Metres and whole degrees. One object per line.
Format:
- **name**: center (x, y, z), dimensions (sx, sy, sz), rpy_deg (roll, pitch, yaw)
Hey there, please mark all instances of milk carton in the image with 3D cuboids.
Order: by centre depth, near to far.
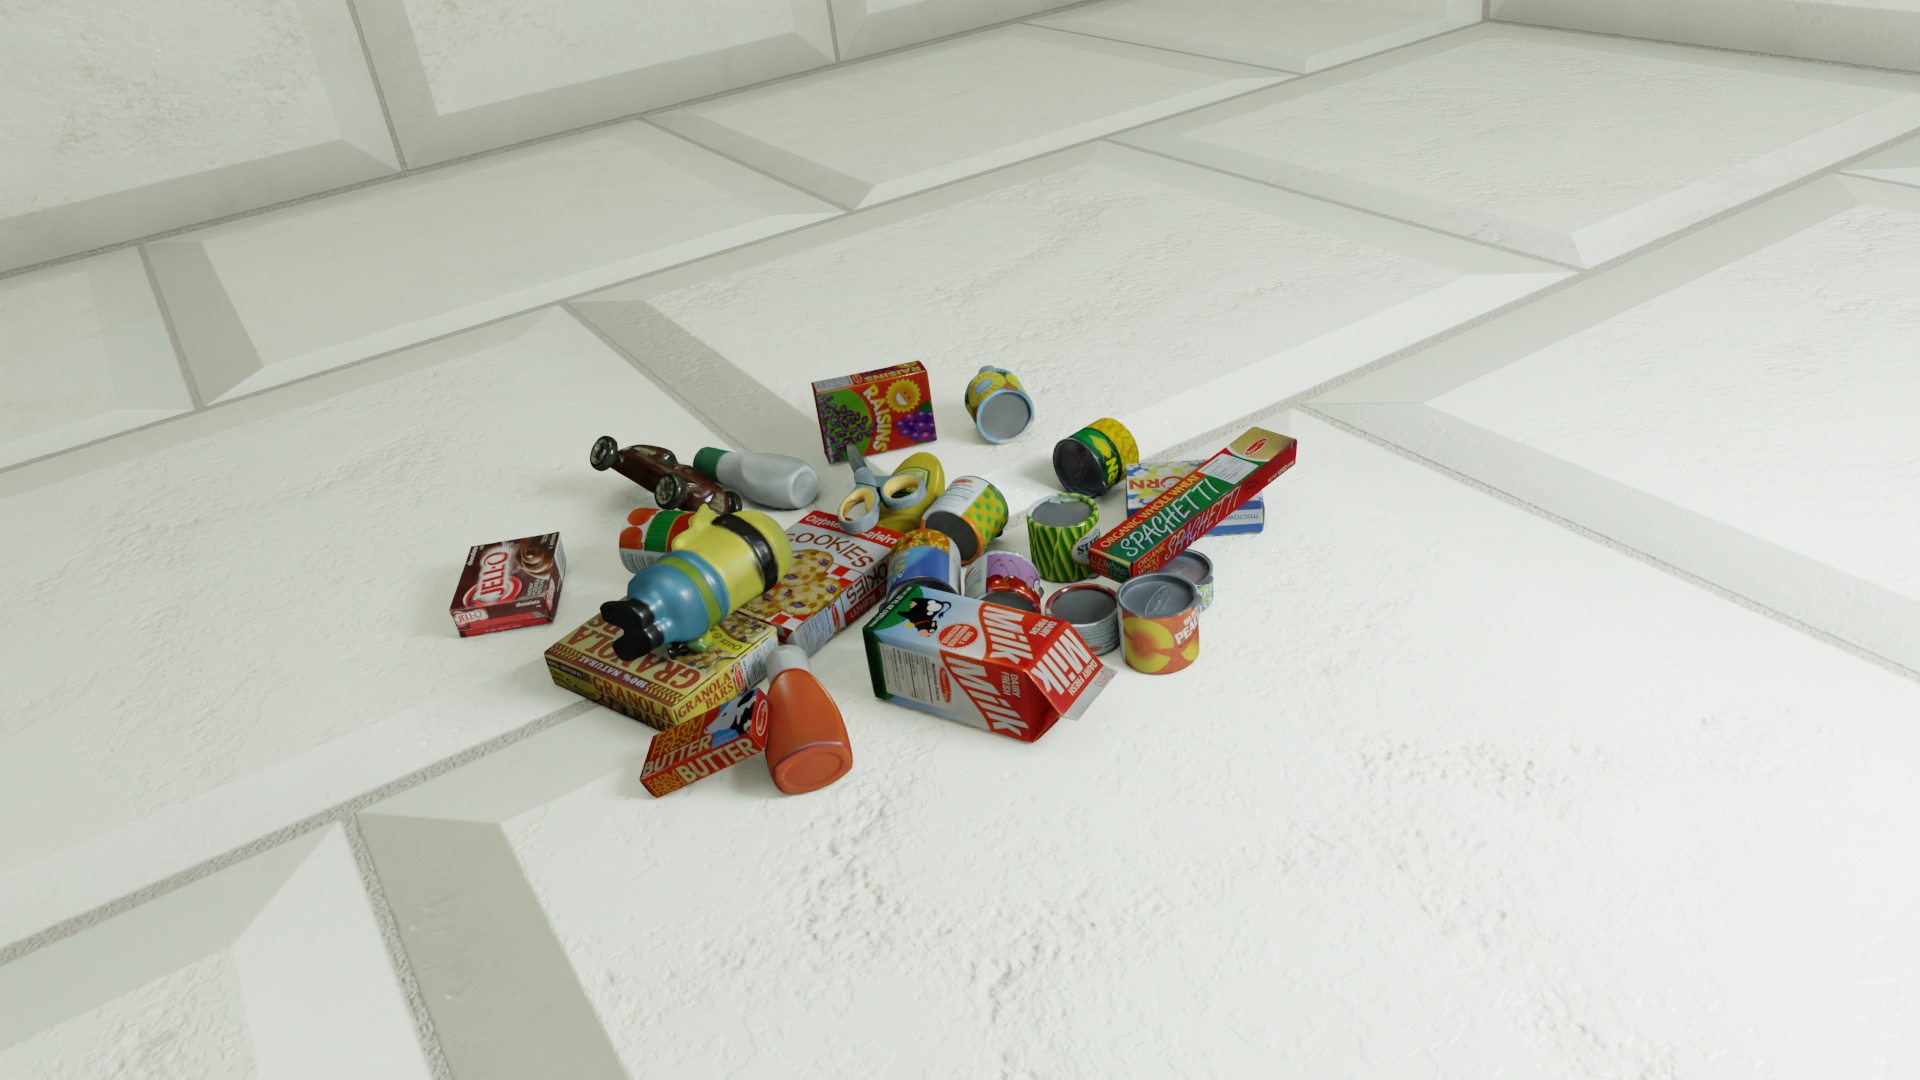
- **milk carton**: center (0.024, 0.099, 1.097), dimensions (0.190, 0.073, 0.073), rpy_deg (13, 36, 30)

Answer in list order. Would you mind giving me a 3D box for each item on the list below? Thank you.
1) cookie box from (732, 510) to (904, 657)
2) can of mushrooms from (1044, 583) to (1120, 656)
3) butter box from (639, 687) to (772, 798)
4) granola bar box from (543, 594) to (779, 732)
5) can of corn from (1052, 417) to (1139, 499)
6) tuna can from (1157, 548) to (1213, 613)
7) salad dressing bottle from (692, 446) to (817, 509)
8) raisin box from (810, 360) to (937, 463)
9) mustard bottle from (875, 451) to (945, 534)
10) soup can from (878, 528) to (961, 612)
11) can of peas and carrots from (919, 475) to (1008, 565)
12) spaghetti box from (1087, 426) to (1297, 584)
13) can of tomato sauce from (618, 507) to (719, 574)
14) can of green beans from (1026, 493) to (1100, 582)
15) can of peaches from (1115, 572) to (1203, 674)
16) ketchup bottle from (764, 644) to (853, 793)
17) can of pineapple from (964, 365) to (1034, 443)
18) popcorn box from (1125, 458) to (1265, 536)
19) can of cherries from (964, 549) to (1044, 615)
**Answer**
- **cookie box**: center (-0.139, 0.037, 1.269), dimensions (0.123, 0.040, 0.168), rpy_deg (15, 38, 34)
- **can of mushrooms**: center (0.103, 0.066, 1.173), dimensions (0.071, 0.033, 0.071), rpy_deg (-6, 31, 4)
- **butter box**: center (-0.194, 0.155, 1.065), dimensions (0.103, 0.024, 0.053), rpy_deg (-26, 29, 15)
- **granola bar box**: center (-0.255, 0.099, 1.193), dimensions (0.165, 0.039, 0.125), rpy_deg (15, 38, 34)
- **can of corn**: center (0.137, -0.080, 1.379), dimensions (0.058, 0.070, 0.071), rpy_deg (-31, 38, -34)
- **tuna can**: center (0.188, 0.038, 1.201), dimensions (0.071, 0.032, 0.071), rpy_deg (-6, 31, 4)
- **salad dressing bottle**: center (-0.218, -0.070, 1.461), dimensions (0.148, 0.043, 0.064), rpy_deg (15, 39, 34)
- **raisin box**: center (-0.093, -0.139, 1.506), dimensions (0.123, 0.085, 0.040), rpy_deg (-13, 26, -9)
- **mustard bottle**: center (-0.046, -0.049, 1.380), dimensions (0.065, 0.048, 0.161), rpy_deg (-5, 31, 12)
- **soup can**: center (-0.035, 0.038, 1.218), dimensions (0.071, 0.071, 0.084), rpy_deg (-6, 30, 3)
- **can of peas and carrots**: center (0.005, -0.016, 1.302), dimensions (0.071, 0.070, 0.059), rpy_deg (10, 38, 27)
- **spaghetti box**: center (0.211, -0.033, 1.244), dimensions (0.050, 0.028, 0.251), rpy_deg (23, 45, 39)
- **can of tomato sauce**: center (-0.273, 0.002, 1.330), dimensions (0.083, 0.070, 0.071), rpy_deg (5, 33, 21)
- **can of green beans**: center (0.095, -0.003, 1.265), dimensions (0.071, 0.057, 0.071), rpy_deg (-6, 31, 4)
- **can of peaches**: center (0.164, 0.068, 1.133), dimensions (0.071, 0.057, 0.071), rpy_deg (-5, 30, 3)
- **ketchup bottle**: center (-0.128, 0.136, 1.098), dimensions (0.065, 0.043, 0.149), rpy_deg (-18, 32, -5)
- **can of pineapple**: center (0.041, -0.147, 1.505), dimensions (0.071, 0.070, 0.058), rpy_deg (-12, 31, -8)
- **popcorn box**: center (0.220, -0.040, 1.317), dimensions (0.127, 0.038, 0.085), rpy_deg (-3, 33, 7)
- **can of cherries**: center (0.038, 0.051, 1.181), dimensions (0.071, 0.071, 0.059), rpy_deg (-5, 31, 4)
